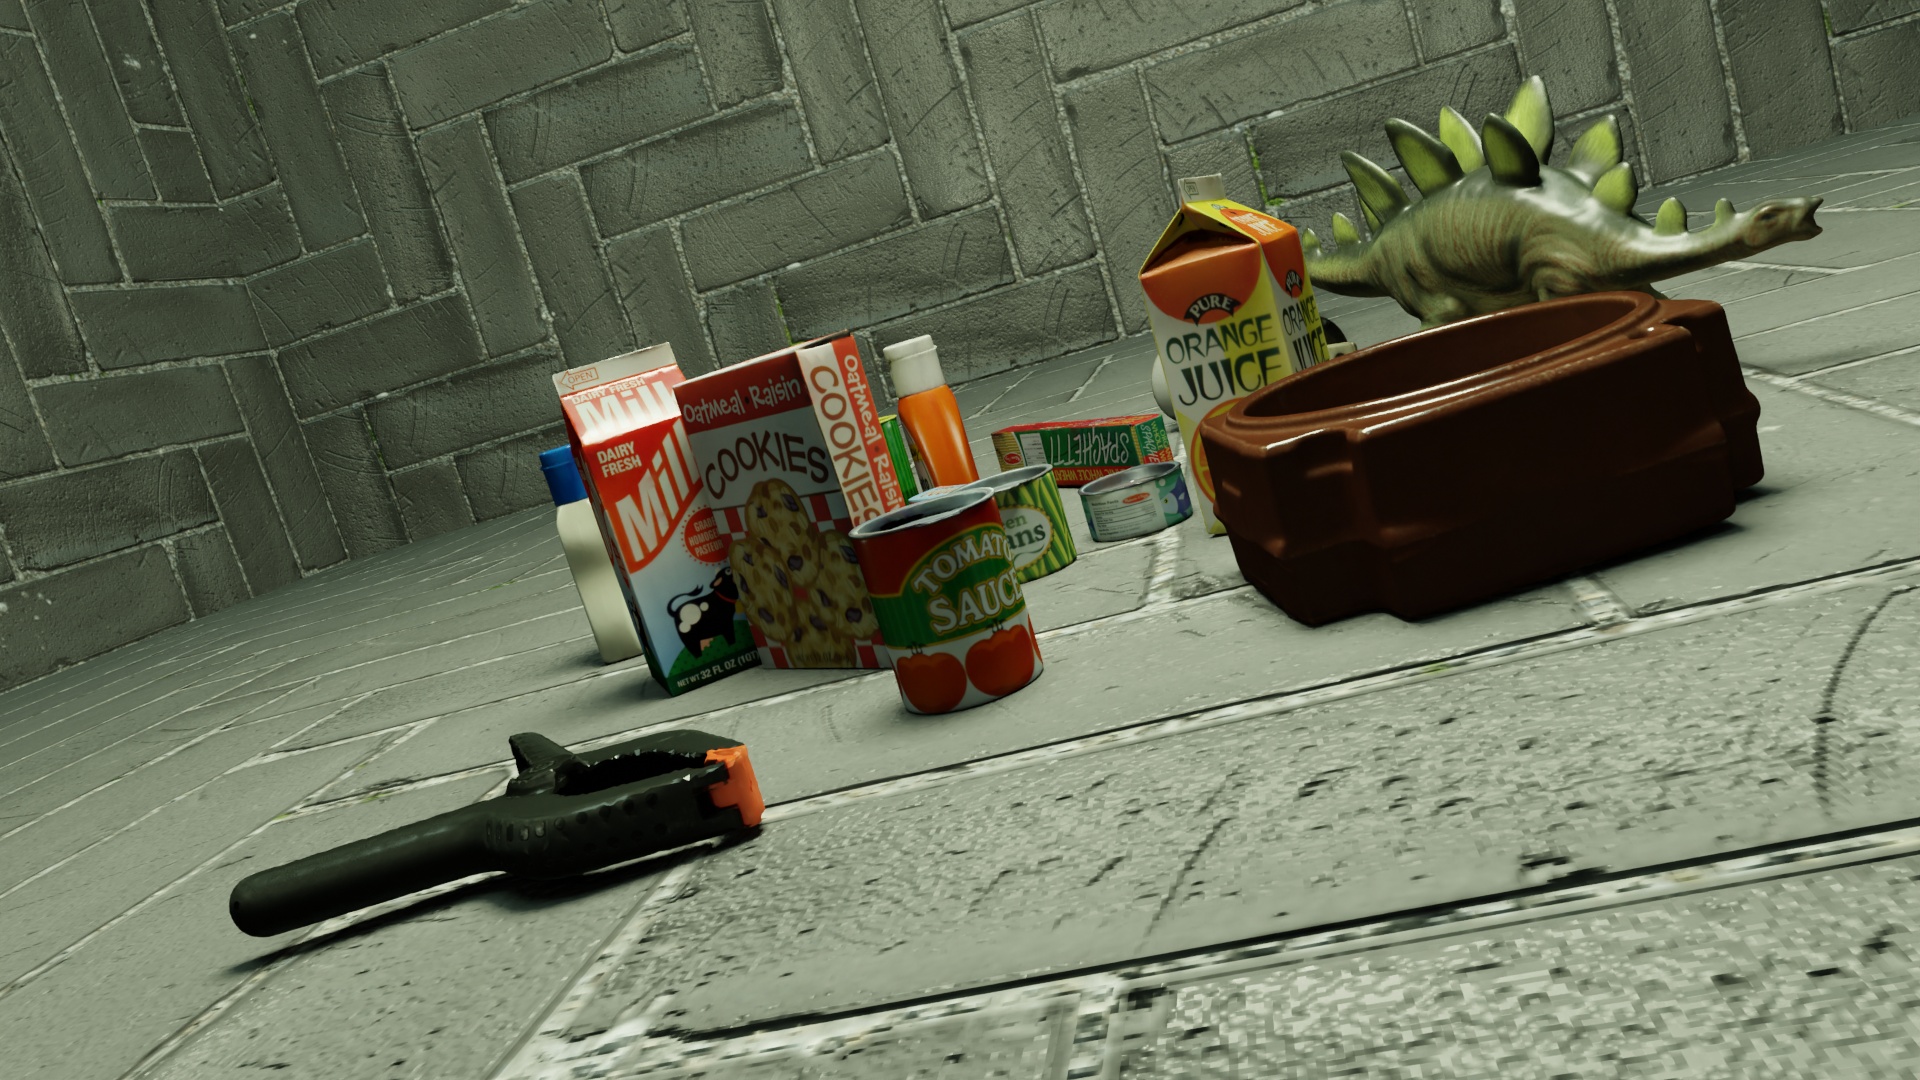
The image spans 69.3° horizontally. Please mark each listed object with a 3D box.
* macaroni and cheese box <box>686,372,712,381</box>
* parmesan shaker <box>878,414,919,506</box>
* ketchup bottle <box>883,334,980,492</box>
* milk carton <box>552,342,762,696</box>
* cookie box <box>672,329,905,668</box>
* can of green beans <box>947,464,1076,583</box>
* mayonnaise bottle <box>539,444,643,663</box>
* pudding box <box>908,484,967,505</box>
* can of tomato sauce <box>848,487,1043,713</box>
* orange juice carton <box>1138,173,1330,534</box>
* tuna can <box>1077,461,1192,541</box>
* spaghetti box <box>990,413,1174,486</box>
[{"bbox_3d":[-0.154,-0.031,0.948,0.040,0.166,0.123,-20,9,-19],"label":"macaroni and cheese box"},{"bbox_3d":[-0.064,-0.029,0.973,0.071,0.103,0.071,-16,9,3],"label":"parmesan shaker"},{"bbox_3d":[-0.017,-0.073,1.009,0.043,0.148,0.065,-18,9,-8],"label":"ketchup bottle"},{"bbox_3d":[-0.171,-0.014,0.805,0.072,0.190,0.073,-20,9,-19],"label":"milk carton"},{"bbox_3d":[-0.082,-0.017,0.735,0.040,0.167,0.123,-24,12,-40],"label":"cookie box"},{"bbox_3d":[0.031,-0.008,0.827,0.071,0.057,0.071,-16,9,3],"label":"can of green beans"},{"bbox_3d":[-0.246,0.006,0.947,0.041,0.148,0.065,-16,9,3],"label":"mayonnaise bottle"},{"bbox_3d":[0.003,-0.012,0.918,0.030,0.049,0.083,-22,11,-29],"label":"pudding box"},{"bbox_3d":[-0.004,0.026,0.610,0.071,0.083,0.071,-16,9,3],"label":"can of tomato sauce"},{"bbox_3d":[0.157,-0.107,0.768,0.073,0.192,0.072,-11,11,33],"label":"orange juice carton"},{"bbox_3d":[0.109,-0.025,0.863,0.071,0.032,0.071,-16,9,3],"label":"tuna can"},{"bbox_3d":[0.091,-0.069,1.096,0.029,0.050,0.250,-20,10,-21],"label":"spaghetti box"}]
